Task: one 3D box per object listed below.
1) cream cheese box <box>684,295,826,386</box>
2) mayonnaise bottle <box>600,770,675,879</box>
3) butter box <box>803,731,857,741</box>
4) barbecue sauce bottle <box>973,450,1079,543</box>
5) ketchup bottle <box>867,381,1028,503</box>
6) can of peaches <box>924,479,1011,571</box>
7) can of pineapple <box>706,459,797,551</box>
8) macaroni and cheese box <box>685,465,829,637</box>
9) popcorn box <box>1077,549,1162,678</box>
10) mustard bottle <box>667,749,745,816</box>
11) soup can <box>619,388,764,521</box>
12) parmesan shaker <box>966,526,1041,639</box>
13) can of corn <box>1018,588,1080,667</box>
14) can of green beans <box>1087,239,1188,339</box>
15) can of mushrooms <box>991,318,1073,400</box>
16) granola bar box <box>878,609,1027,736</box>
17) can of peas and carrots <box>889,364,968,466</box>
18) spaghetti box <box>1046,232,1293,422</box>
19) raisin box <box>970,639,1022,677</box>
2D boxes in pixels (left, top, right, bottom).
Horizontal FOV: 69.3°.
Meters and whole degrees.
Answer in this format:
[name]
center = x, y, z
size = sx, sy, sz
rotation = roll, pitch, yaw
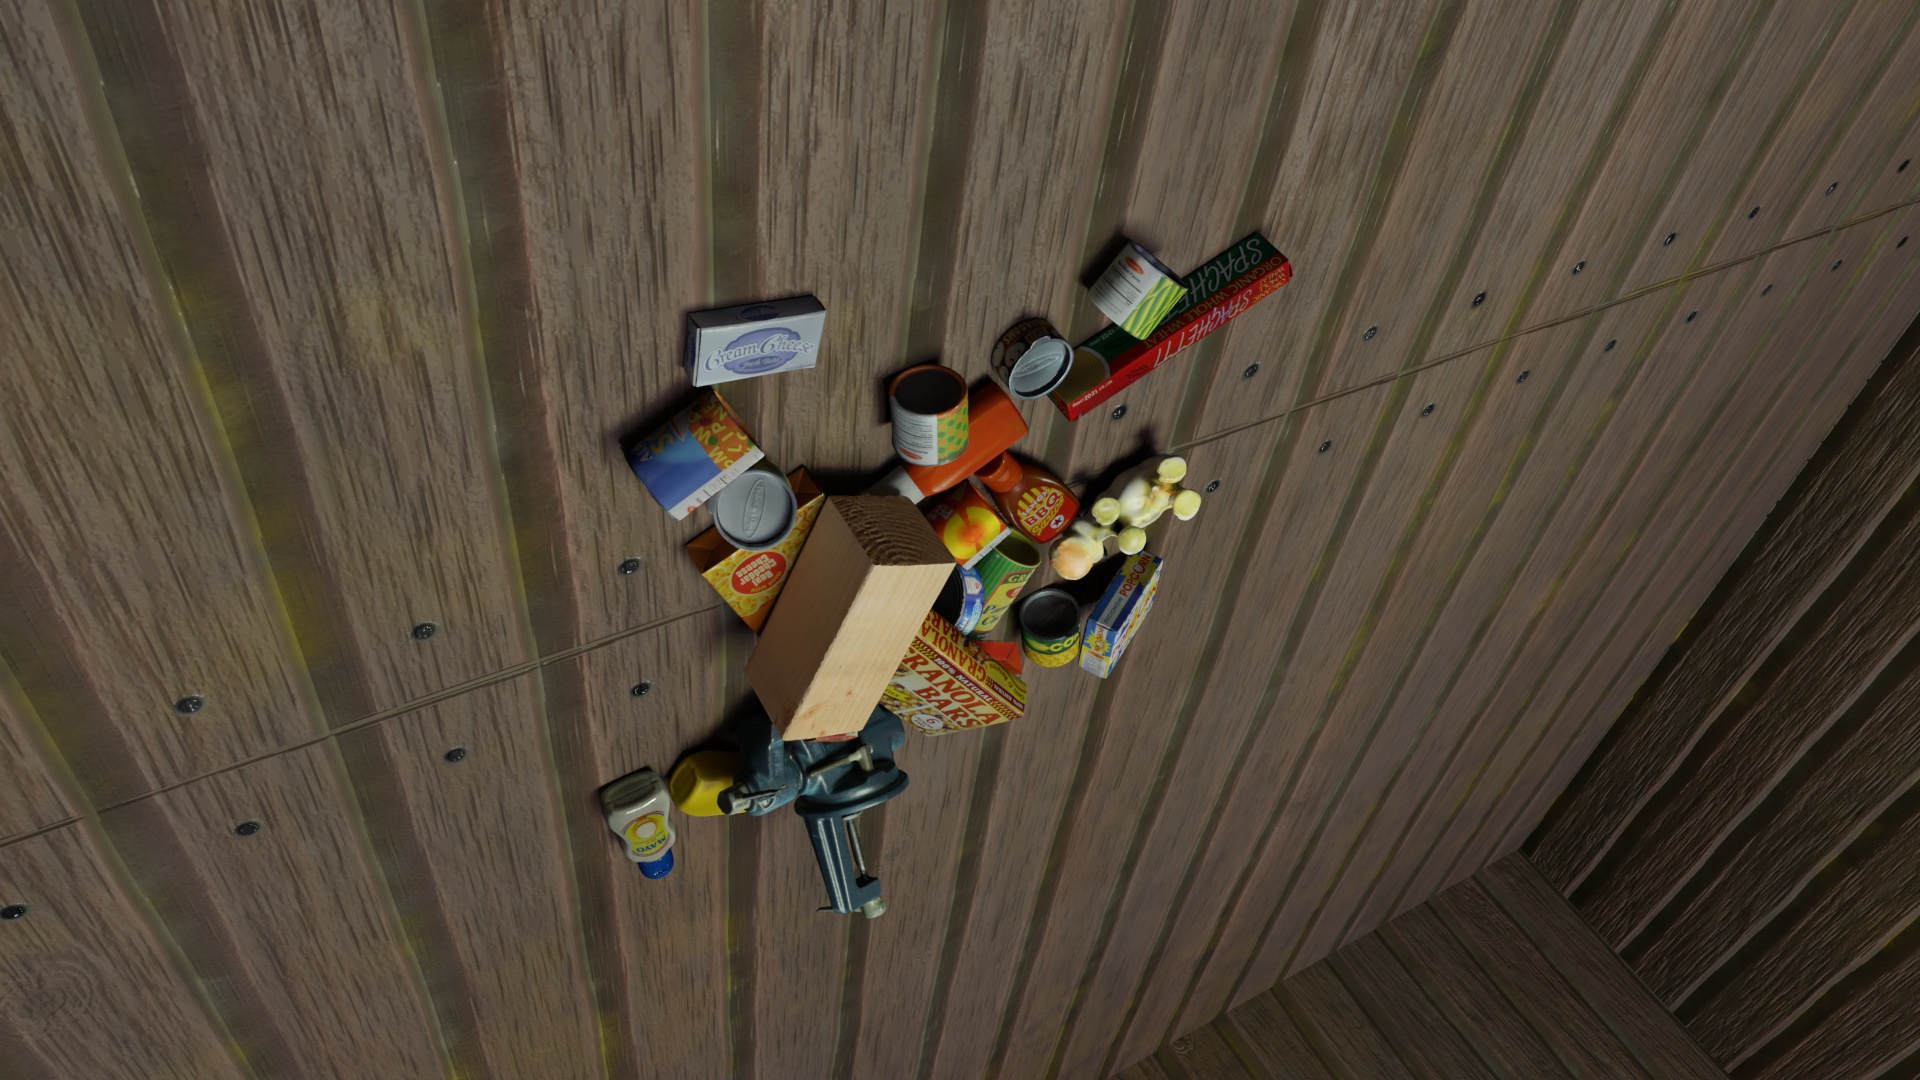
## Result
[cream cheese box]
center = -0.153, -0.149, 1.037
size = 0.104, 0.024, 0.053
rotation = -14, 139, -30
[mayonnaise bottle]
center = -0.316, 0.289, 1.390
size = 0.065, 0.041, 0.147
rotation = -24, 143, -19
[butter box]
center = -0.128, 0.141, 1.336
size = 0.024, 0.103, 0.053
rotation = -17, 162, 41
[barbecue sauce bottle]
center = 0.058, -0.049, 1.326
size = 0.065, 0.044, 0.148
rotation = -46, 145, 5
[ketchup bottle]
center = -0.013, -0.075, 1.232
size = 0.149, 0.044, 0.064
rotation = -37, 145, 0
[can of peaches]
center = 0.005, -0.016, 1.298
size = 0.058, 0.071, 0.071
rotation = -41, 145, 5
[can of pineapple]
center = -0.167, -0.031, 1.113
size = 0.071, 0.058, 0.070
rotation = -2, 102, -11
[macaroni and cheese box]
center = -0.150, 0.023, 1.228
size = 0.124, 0.040, 0.166
rotation = -34, 146, -3
[popcorn box]
center = 0.177, 0.079, 1.534
size = 0.127, 0.038, 0.084
rotation = -52, 158, -38
[mustard bottle]
center = -0.220, 0.247, 1.420
size = 0.160, 0.049, 0.065
rotation = 11, 125, -49
[soup can]
center = -0.203, -0.068, 1.055
size = 0.084, 0.071, 0.071
rotation = -37, 146, -1
[parmesan shaker]
center = 0.027, 0.040, 1.384
size = 0.071, 0.071, 0.102
rotation = 5, 128, -44
[can of corn]
center = 0.100, 0.097, 1.509
size = 0.071, 0.071, 0.058
rotation = -27, 145, -14
[can of green beans]
center = 0.152, -0.215, 1.194
size = 0.071, 0.071, 0.057
rotation = 16, 120, -49
[can of mushrooms]
center = 0.063, -0.159, 1.209
size = 0.071, 0.033, 0.070
rotation = -23, 144, -18
[granola bar box]
center = -0.034, 0.128, 1.333
size = 0.124, 0.039, 0.165
rotation = -18, 136, 36
[can of peas and carrots]
center = -0.025, -0.107, 1.166
size = 0.071, 0.071, 0.058
rotation = -24, 143, -19
[spaghetti box]
center = 0.188, -0.196, 1.263
size = 0.250, 0.050, 0.028
rotation = -33, 147, -6
[raisin box]
center = -0.010, 0.137, 1.439
size = 0.086, 0.040, 0.123
rotation = 6, 157, -45
